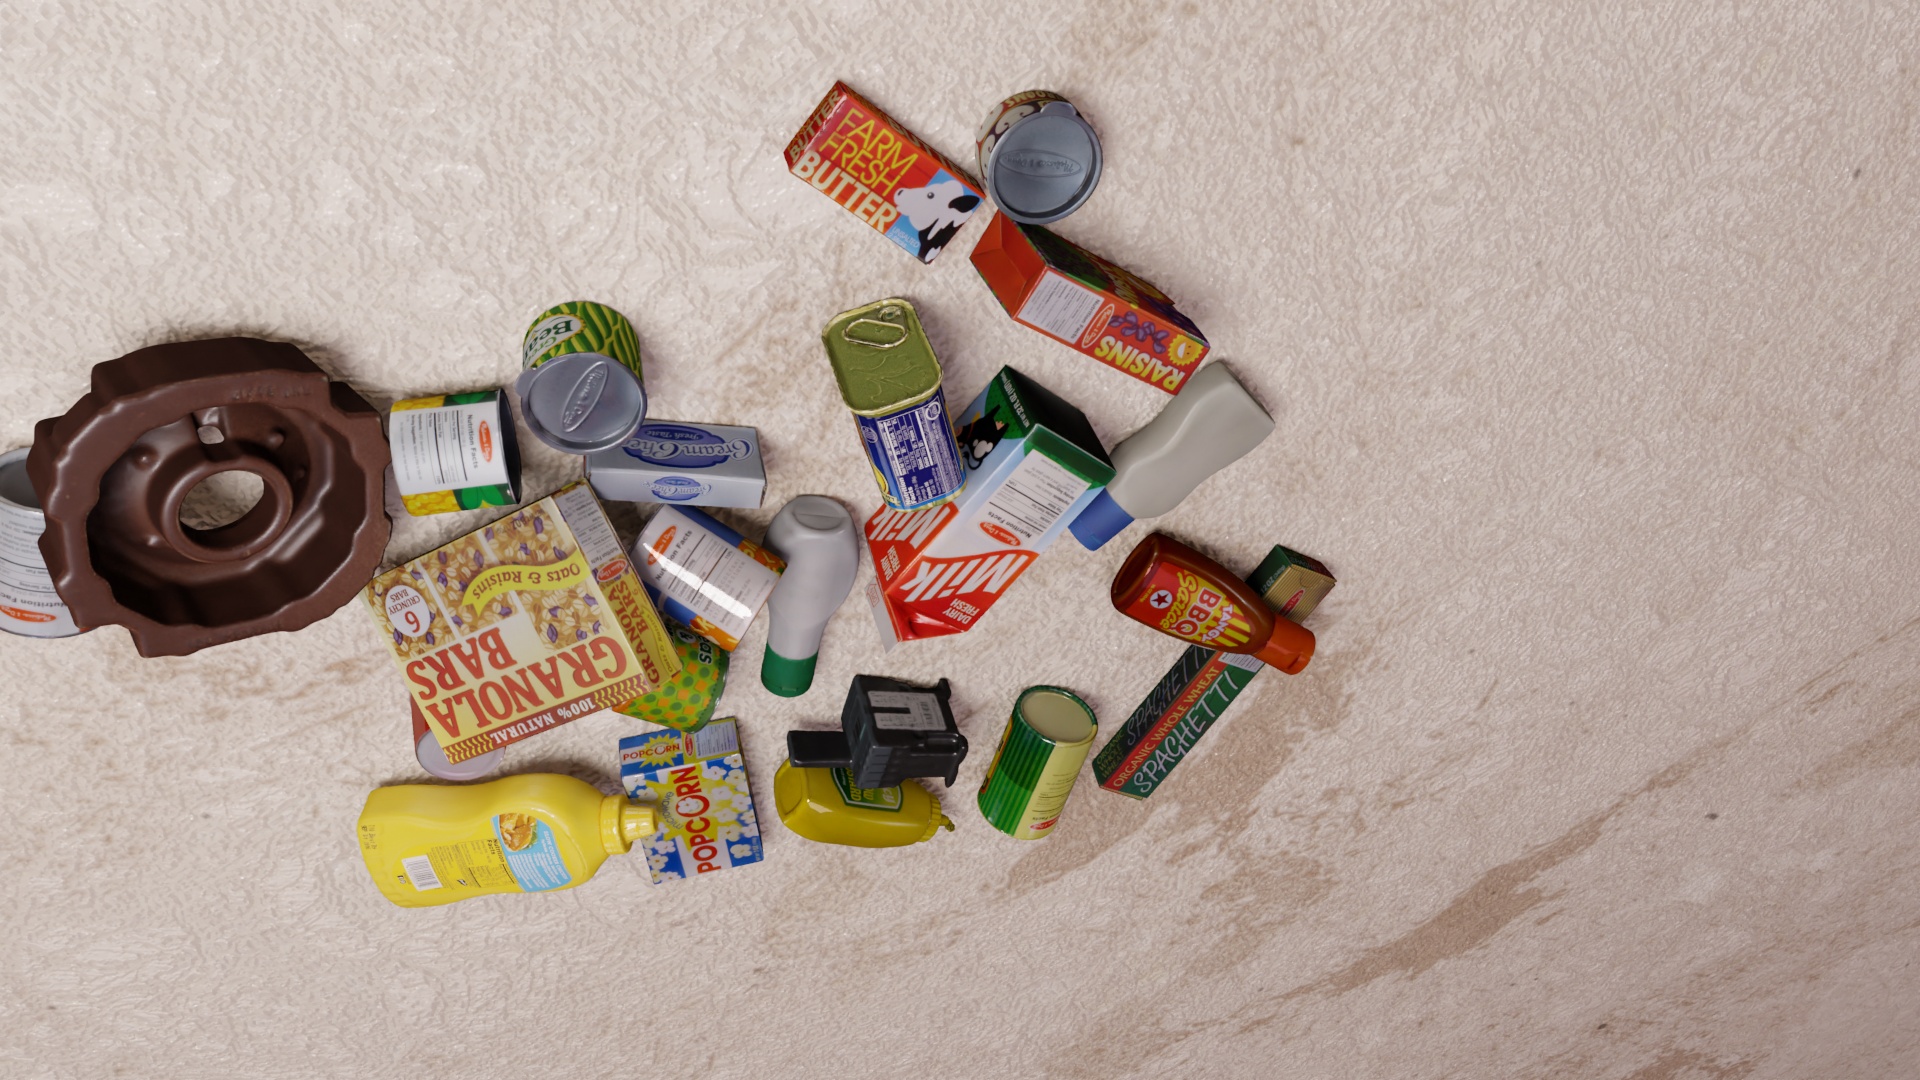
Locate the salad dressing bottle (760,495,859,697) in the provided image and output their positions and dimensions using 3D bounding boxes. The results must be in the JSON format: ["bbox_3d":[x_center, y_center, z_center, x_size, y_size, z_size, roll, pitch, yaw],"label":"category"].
[{"bbox_3d":[-0.106,0.040,0.920,0.064,0.044,0.146,5,127,-15],"label":"salad dressing bottle"}]

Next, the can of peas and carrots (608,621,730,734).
[{"bbox_3d":[-0.192,0.087,0.915,0.059,0.071,0.070,22,118,-30],"label":"can of peas and carrots"}]

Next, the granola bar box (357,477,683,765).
[{"bbox_3d":[-0.258,0.050,0.811,0.165,0.039,0.124,-21,99,26],"label":"granola bar box"}]

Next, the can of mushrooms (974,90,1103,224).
[{"bbox_3d":[0.043,-0.214,0.768,0.071,0.033,0.070,-8,130,-10],"label":"can of mushrooms"}]

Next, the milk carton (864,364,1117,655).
[{"bbox_3d":[0.003,-0.011,0.894,0.073,0.072,0.190,28,114,-33],"label":"milk carton"}]

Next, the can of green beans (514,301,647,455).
[{"bbox_3d":[-0.209,-0.091,0.771,0.071,0.058,0.071,-9,130,-11],"label":"can of green beans"}]

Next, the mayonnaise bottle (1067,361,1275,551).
[{"bbox_3d":[0.134,-0.051,0.924,0.148,0.041,0.064,-40,127,17],"label":"mayonnaise bottle"}]

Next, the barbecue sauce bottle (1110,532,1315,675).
[{"bbox_3d":[0.185,0.051,0.996,0.148,0.044,0.064,26,119,-15],"label":"barbecue sauce bottle"}]

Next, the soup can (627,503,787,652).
[{"bbox_3d":[-0.158,0.020,0.853,0.084,0.072,0.071,32,116,-5],"label":"soup can"}]

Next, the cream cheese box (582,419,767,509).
[{"bbox_3d":[-0.169,-0.046,0.822,0.104,0.053,0.024,3,131,-20],"label":"cream cheese box"}]

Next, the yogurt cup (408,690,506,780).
[{"bbox_3d":[-0.325,0.119,0.906,0.072,0.054,0.072,-8,129,-10],"label":"yogurt cup"}]

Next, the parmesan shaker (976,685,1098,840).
[{"bbox_3d":[0.060,0.169,1.063,0.071,0.071,0.102,5,125,-21],"label":"parmesan shaker"}]

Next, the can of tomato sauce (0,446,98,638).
[{"bbox_3d":[-0.489,-0.001,0.749,0.071,0.071,0.082,9,121,-24],"label":"can of tomato sauce"}]

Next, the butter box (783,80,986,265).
[{"bbox_3d":[-0.041,-0.199,0.759,0.103,0.024,0.053,29,116,-34],"label":"butter box"}]

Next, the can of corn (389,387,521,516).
[{"bbox_3d":[-0.281,-0.049,0.779,0.058,0.071,0.070,-8,130,-10],"label":"can of corn"}]

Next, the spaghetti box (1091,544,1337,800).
[{"bbox_3d":[0.191,0.107,1.078,0.050,0.029,0.249,20,119,-29],"label":"spaghetti box"}]

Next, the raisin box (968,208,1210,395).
[{"bbox_3d":[0.075,-0.139,0.804,0.123,0.086,0.040,20,115,-30],"label":"raisin box"}]

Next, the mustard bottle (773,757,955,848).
[{"bbox_3d":[-0.064,0.201,1.053,0.160,0.065,0.048,20,125,-36],"label":"mustard bottle"}]

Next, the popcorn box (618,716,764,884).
[{"bbox_3d":[-0.195,0.192,1.017,0.085,0.038,0.126,-10,130,-8],"label":"popcorn box"}]
